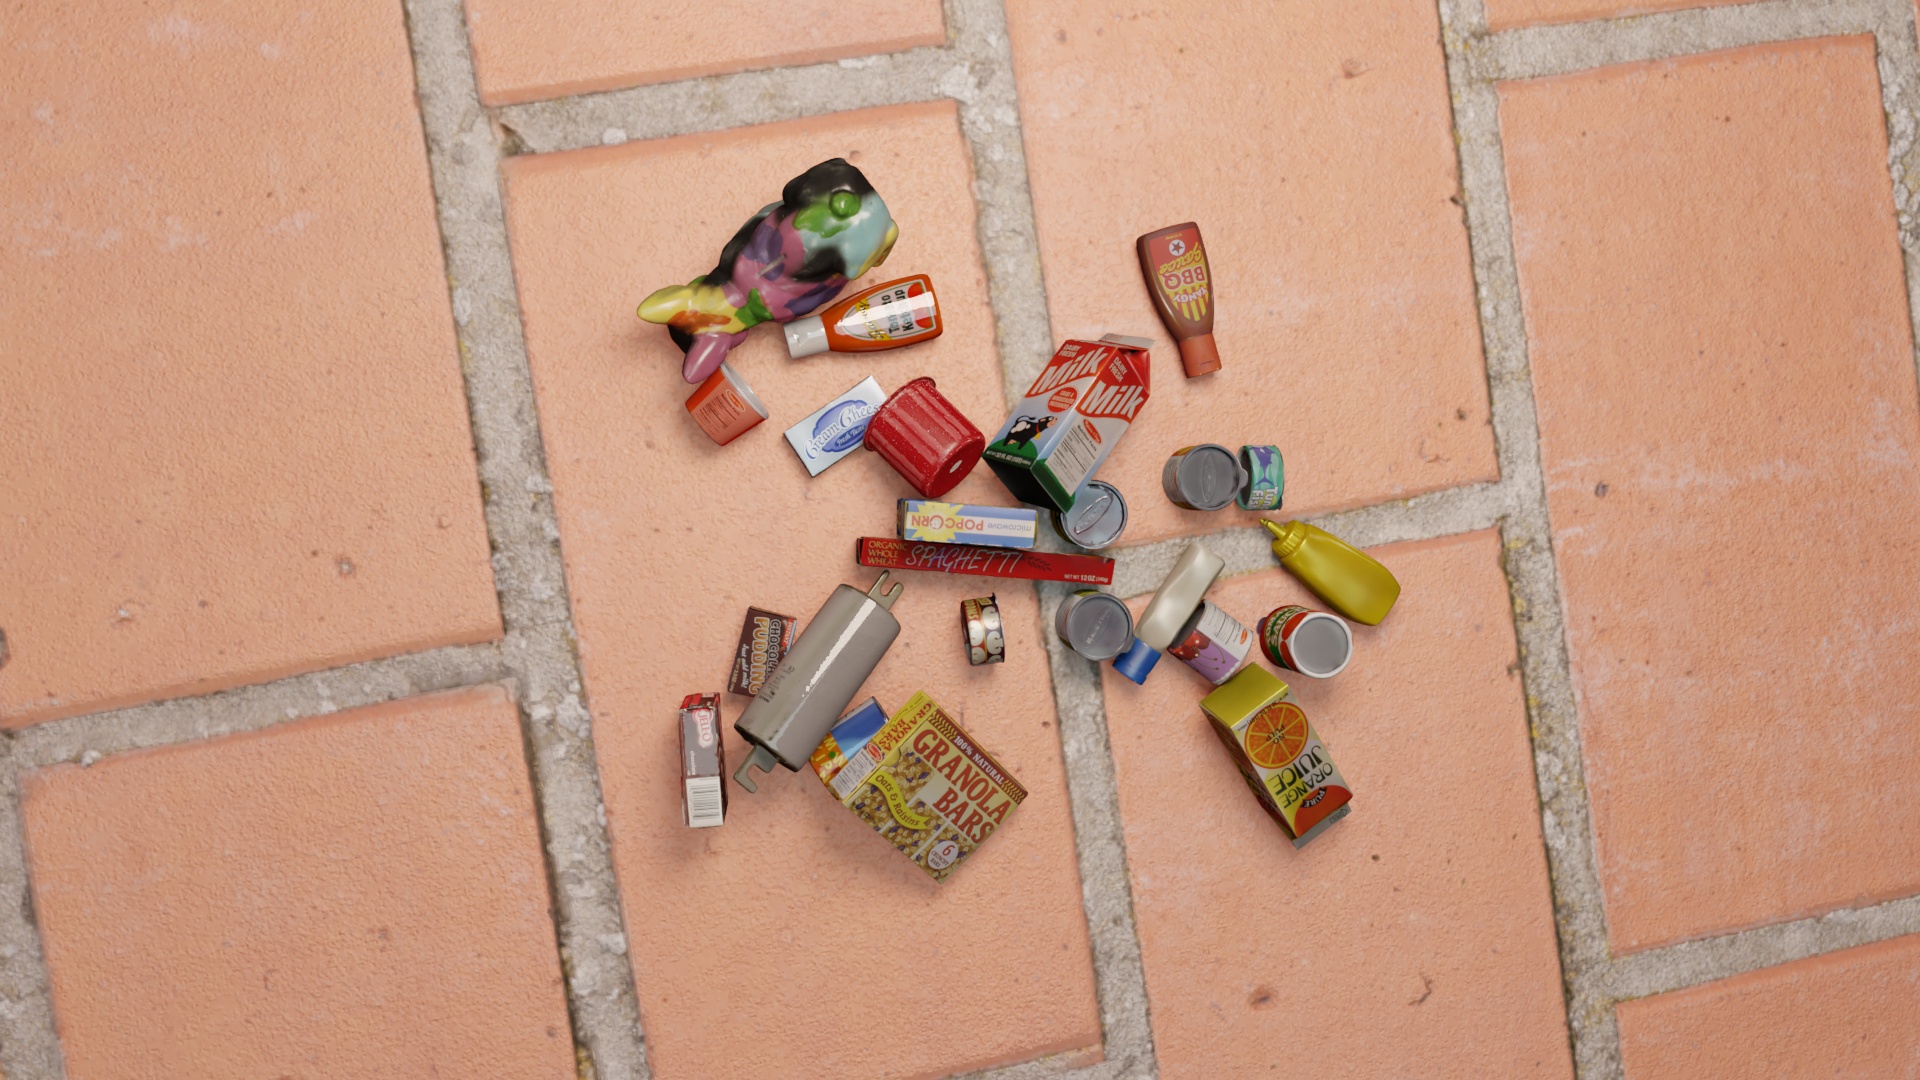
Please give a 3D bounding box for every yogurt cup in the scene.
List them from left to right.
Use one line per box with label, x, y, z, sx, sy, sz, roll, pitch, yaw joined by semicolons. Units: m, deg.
yogurt cup;-0.221;-0.126;1.308;0.054;0.072;0.072;-39;96;3

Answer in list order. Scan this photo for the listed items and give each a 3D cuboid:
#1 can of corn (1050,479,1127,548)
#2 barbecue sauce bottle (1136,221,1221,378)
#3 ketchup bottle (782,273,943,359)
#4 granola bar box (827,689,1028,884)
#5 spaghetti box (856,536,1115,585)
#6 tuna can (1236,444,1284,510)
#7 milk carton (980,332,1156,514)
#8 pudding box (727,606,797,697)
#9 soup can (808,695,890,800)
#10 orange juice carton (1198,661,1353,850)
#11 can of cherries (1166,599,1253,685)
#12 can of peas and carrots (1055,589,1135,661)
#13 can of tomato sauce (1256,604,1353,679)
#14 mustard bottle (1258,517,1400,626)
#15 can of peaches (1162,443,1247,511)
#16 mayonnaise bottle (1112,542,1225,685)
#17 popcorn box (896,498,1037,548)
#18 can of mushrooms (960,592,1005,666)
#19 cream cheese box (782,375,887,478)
can of corn;0.123;-0.028;1.358;0.071;0.058;0.071;0;92;-8
barbecue sauce bottle;0.222;-0.236;1.375;0.065;0.043;0.148;-16;94;-8
ketchup bottle;-0.095;-0.209;1.333;0.149;0.043;0.064;-16;94;-7
granola bar box;-0.027;0.236;1.316;0.124;0.039;0.165;-46;127;-5
spaghetti box;0.022;0.019;1.350;0.250;0.050;0.028;5;90;-8
tuna can;0.296;-0.060;1.376;0.033;0.071;0.071;-1;92;-6
milk carton;0.112;-0.125;1.326;0.191;0.072;0.073;-54;130;-15
pudding box;-0.190;0.110;1.334;0.050;0.030;0.083;15;90;-9
soup can;-0.099;0.201;1.329;0.084;0.071;0.071;-34;96;-5
orange juice carton;0.319;0.220;1.371;0.072;0.073;0.192;-36;112;-6
can of cherries;0.245;0.102;1.376;0.058;0.071;0.071;34;87;-7
can of peas and carrots;0.132;0.083;1.362;0.071;0.059;0.071;0;92;-8
can of tomato sauce;0.341;0.099;1.378;0.071;0.083;0.071;0;92;-8
mustard bottle;0.364;0.021;1.397;0.160;0.049;0.065;36;86;-6
can of peaches;0.241;-0.062;1.374;0.071;0.058;0.071;0;91;-8
mayonnaise bottle;0.205;0.072;1.372;0.041;0.065;0.148;33;91;1
popcorn box;0.005;-0.017;1.329;0.127;0.085;0.038;4;93;-8
can of mushrooms;0.021;0.086;1.343;0.033;0.071;0.071;-8;93;-6
cream cheese box;-0.115;-0.110;1.342;0.104;0.024;0.053;-34;94;-6
